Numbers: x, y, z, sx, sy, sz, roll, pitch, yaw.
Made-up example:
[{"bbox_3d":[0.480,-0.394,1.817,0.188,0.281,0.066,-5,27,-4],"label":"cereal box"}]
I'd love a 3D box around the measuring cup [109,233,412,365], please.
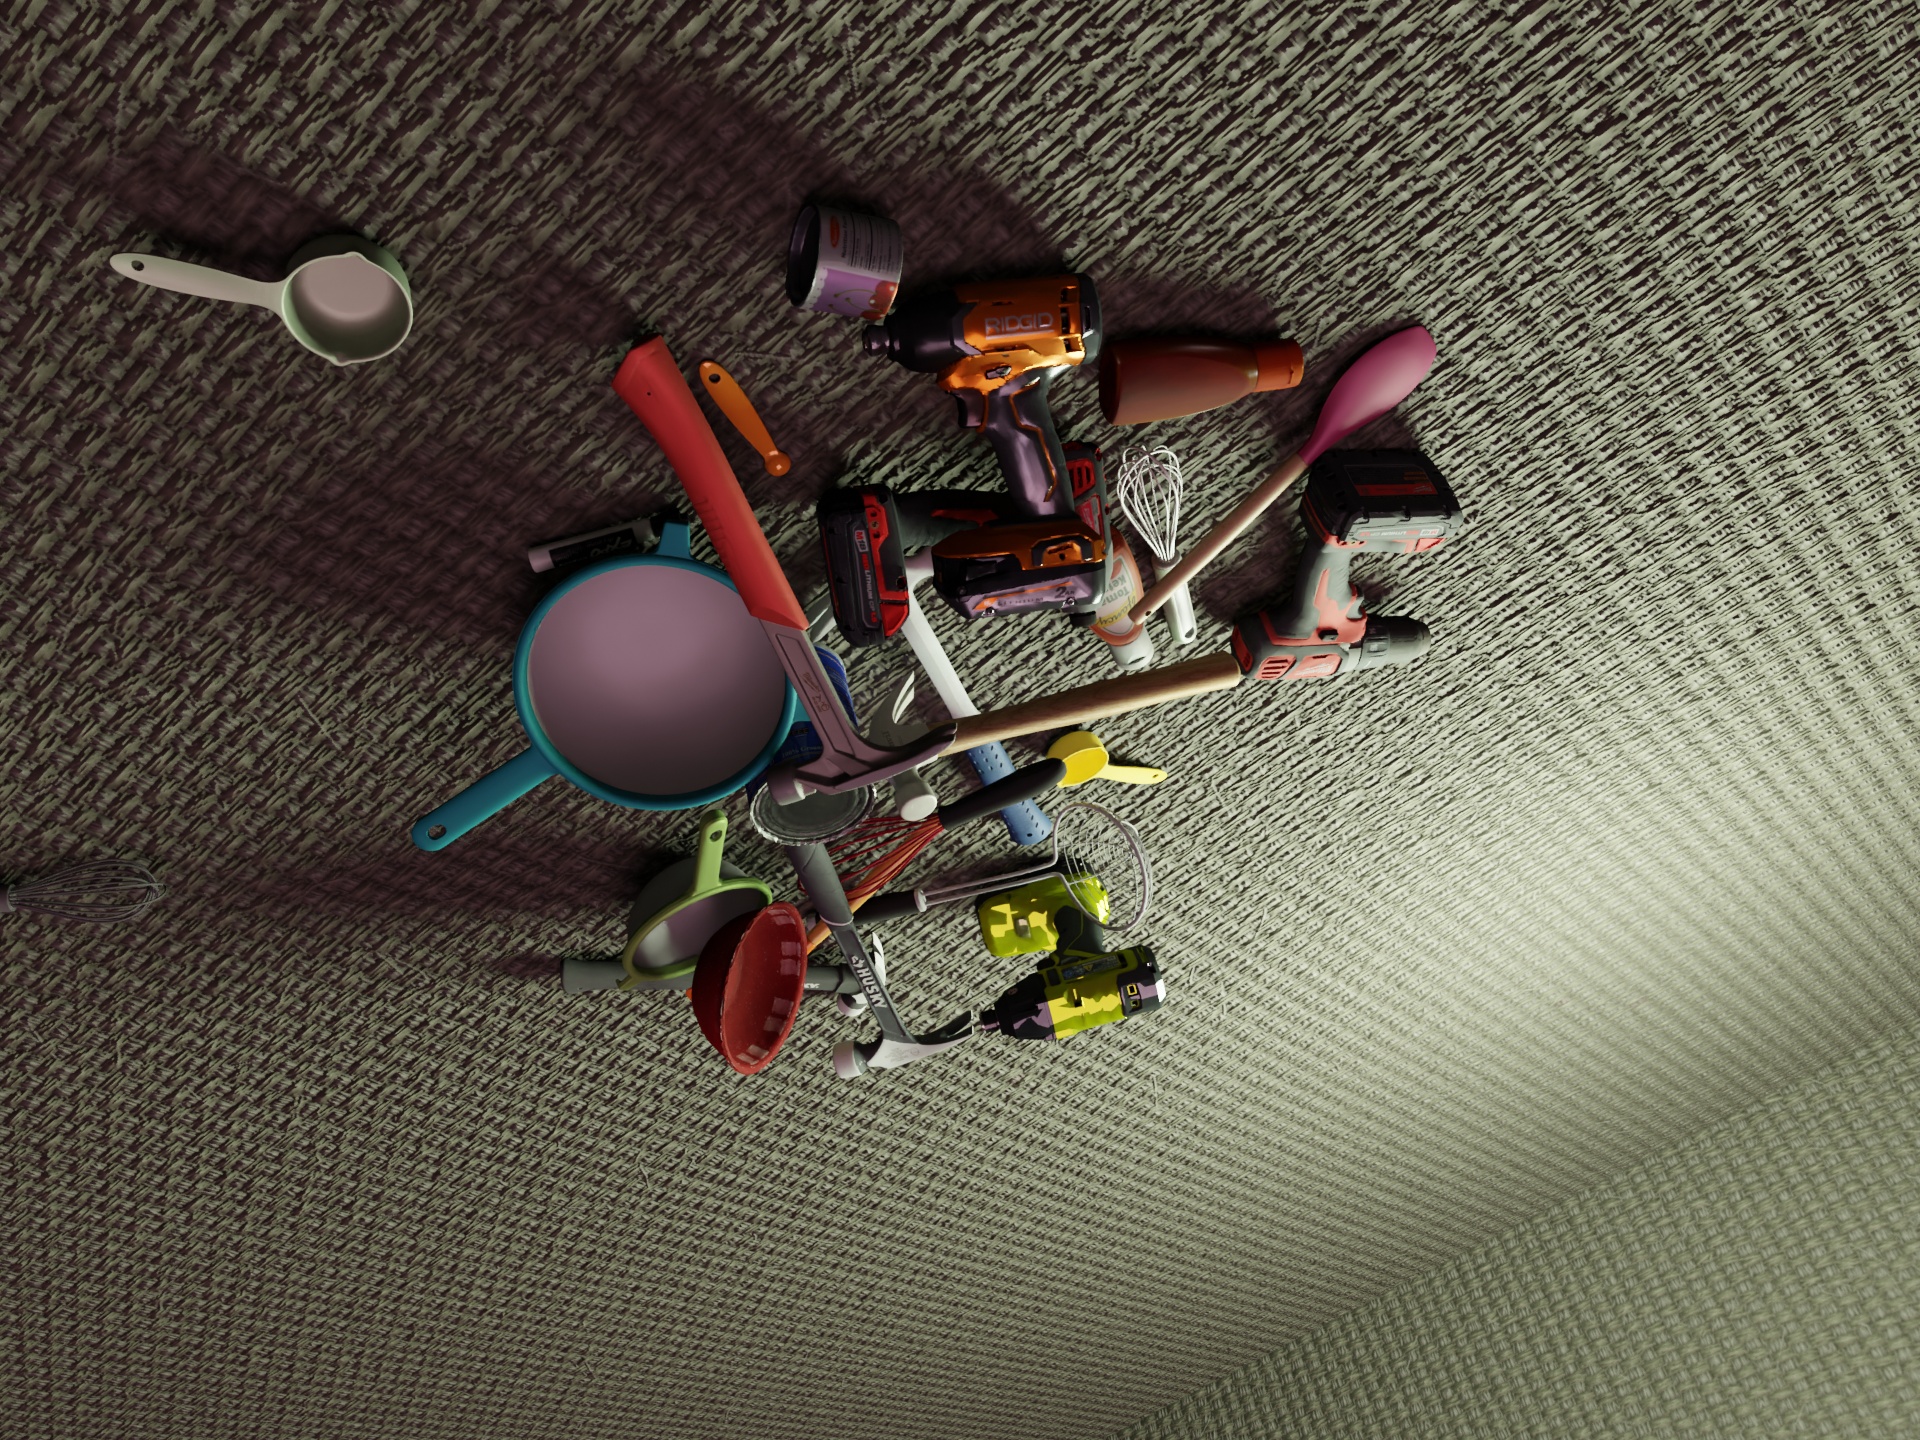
[{"bbox_3d":[-0.420,-0.268,0.965,0.167,0.038,0.083,7,134,-23],"label":"measuring cup"}]

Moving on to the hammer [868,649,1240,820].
[{"bbox_3d":[0.081,-0.010,1.327,0.331,0.130,0.031,-14,140,-18],"label":"hammer"}]

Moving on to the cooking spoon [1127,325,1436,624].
[{"bbox_3d":[0.253,-0.189,1.264,0.319,0.017,0.068,-44,137,12],"label":"cooking spoon"}]

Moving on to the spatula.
[{"bbox_3d":[-0.129,0.193,1.549,0.322,0.041,0.081,-43,113,6],"label":"spatula"}]

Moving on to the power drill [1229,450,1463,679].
[{"bbox_3d":[0.350,-0.121,1.372,0.188,0.080,0.226,-3,141,-16],"label":"power drill"}]

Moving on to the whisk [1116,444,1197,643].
[{"bbox_3d":[0.169,-0.139,1.311,0.058,0.059,0.246,-43,146,-13],"label":"whisk"}]

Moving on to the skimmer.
[{"bbox_3d":[0.009,0.167,1.523,0.363,0.090,0.127,-14,97,17],"label":"skimmer"}]

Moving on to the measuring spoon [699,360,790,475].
[{"bbox_3d":[-0.154,-0.214,1.137,0.021,0.011,0.116,-25,139,9],"label":"measuring spoon"}]

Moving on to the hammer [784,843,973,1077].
[{"bbox_3d":[-0.104,0.195,1.481,0.149,0.036,0.408,-13,130,8],"label":"hammer"}]

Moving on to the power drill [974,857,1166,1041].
[{"bbox_3d":[0.089,0.227,1.549,0.171,0.223,0.080,-15,112,-2],"label":"power drill"}]

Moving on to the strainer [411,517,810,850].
[{"bbox_3d":[-0.284,-0.010,1.238,0.340,0.095,0.210,-32,115,11],"label":"strainer"}]

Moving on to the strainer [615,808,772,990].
[{"bbox_3d":[-0.246,0.141,1.444,0.151,0.069,0.256,-20,150,-28],"label":"strainer"}]

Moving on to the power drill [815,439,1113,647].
[{"bbox_3d":[0.009,-0.126,1.210,0.219,0.079,0.143,-11,107,-9],"label":"power drill"}]

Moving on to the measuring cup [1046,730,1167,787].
[{"bbox_3d":[0.142,0.040,1.525,0.156,0.029,0.062,9,134,-44],"label":"measuring cup"}]

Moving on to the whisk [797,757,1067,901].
[{"bbox_3d":[-0.030,0.098,1.461,0.296,0.073,0.073,-25,140,23],"label":"whisk"}]

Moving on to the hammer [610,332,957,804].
[{"bbox_3d":[-0.136,-0.106,1.127,0.149,0.037,0.358,-19,114,12],"label":"hammer"}]

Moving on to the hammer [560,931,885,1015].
[{"bbox_3d":[-0.236,0.257,1.611,0.334,0.035,0.146,4,147,-20],"label":"hammer"}]

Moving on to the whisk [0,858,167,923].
[{"bbox_3d":[-0.778,0.147,1.301,0.239,0.055,0.055,-4,138,-10],"label":"whisk"}]

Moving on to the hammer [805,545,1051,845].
[{"bbox_3d":[-0.002,-0.004,1.408,0.144,0.035,0.405,-23,139,6],"label":"hammer"}]

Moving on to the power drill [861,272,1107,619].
[{"bbox_3d":[0.020,-0.191,1.114,0.164,0.084,0.226,-8,105,-11],"label":"power drill"}]
